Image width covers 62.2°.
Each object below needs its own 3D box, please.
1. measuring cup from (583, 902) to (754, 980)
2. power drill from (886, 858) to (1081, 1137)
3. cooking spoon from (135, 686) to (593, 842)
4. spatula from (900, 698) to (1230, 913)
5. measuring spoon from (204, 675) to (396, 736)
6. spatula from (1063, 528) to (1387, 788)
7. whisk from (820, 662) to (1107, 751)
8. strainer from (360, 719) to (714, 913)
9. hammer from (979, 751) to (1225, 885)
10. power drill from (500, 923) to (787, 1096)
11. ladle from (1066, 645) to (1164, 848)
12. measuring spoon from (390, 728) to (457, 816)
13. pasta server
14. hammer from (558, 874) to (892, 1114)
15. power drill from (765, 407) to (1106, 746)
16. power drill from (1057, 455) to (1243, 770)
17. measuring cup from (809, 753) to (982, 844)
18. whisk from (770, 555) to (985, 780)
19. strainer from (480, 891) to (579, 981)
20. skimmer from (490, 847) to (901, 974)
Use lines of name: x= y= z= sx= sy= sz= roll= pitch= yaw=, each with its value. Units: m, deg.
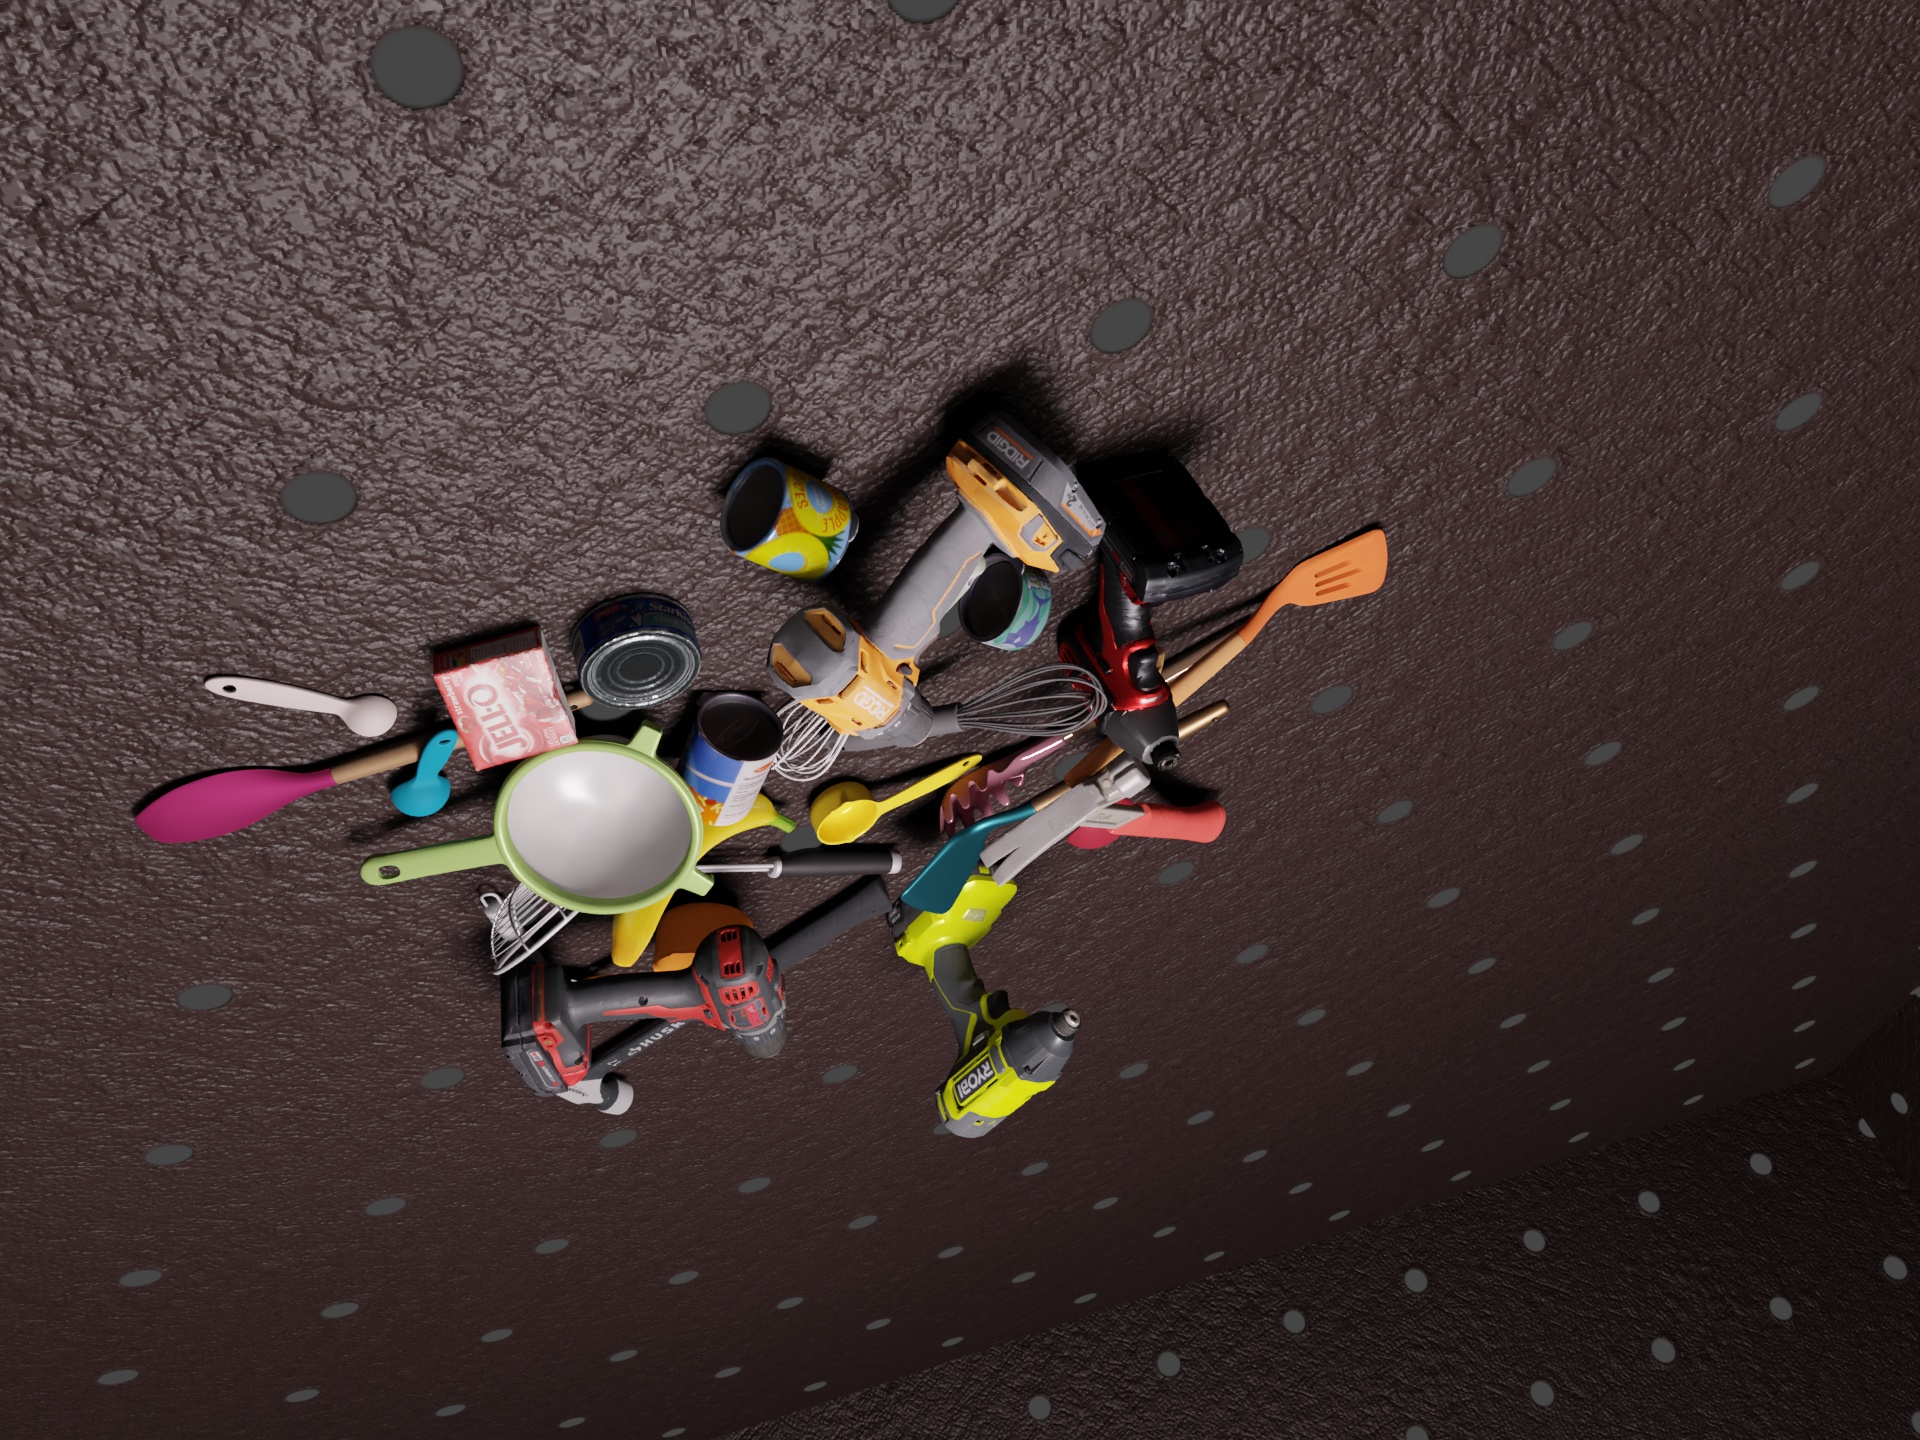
measuring cup: x=-0.261 y=0.201 z=1.409 sx=0.173 sy=0.052 sz=0.095 roll=-11 pitch=151 yaw=24
power drill: x=0.023 y=0.242 z=1.451 sx=0.080 sy=0.223 sz=0.171 roll=12 pitch=134 yaw=-40
cooking spoon: x=-0.412 y=0.030 z=1.110 sx=0.319 sy=0.017 sz=0.068 roll=-18 pitch=149 yaw=-5
spatula: x=0.089 y=0.070 z=1.334 sx=0.317 sy=0.044 sz=0.082 roll=-30 pitch=152 yaw=18
measuring spoon: x=-0.433 y=-0.008 z=1.047 sx=0.124 sy=0.018 sz=0.034 roll=14 pitch=133 yaw=-39
spatula: x=0.212 y=-0.045 z=1.273 sx=0.322 sy=0.041 sz=0.080 roll=-39 pitch=148 yaw=-11
whisk: x=-0.002 y=-0.004 z=1.208 sx=0.239 sy=0.055 sz=0.055 roll=-10 pitch=151 yaw=23
strainer: x=-0.315 y=0.075 z=1.182 sx=0.256 sy=0.069 sz=0.151 roll=-11 pitch=120 yaw=4
hammer: x=0.150 y=0.091 z=1.382 sx=0.149 sy=0.037 sz=0.359 roll=-37 pitch=161 yaw=18
power drill: x=-0.258 y=0.252 z=1.348 sx=0.226 sy=0.080 sz=0.187 roll=-11 pitch=145 yaw=-3
ladle: x=0.141 y=0.032 z=1.364 sx=0.069 sy=0.031 sz=0.315 roll=-24 pitch=152 yaw=-20
measuring spoon: x=-0.370 y=0.040 z=1.116 sx=0.042 sy=0.021 sz=0.128 roll=-9 pitch=160 yaw=-32
pasta server: x=0.113 y=0.006 z=1.342 sx=0.316 sy=0.040 sz=0.060 roll=-31 pitch=154 yaw=12
hammer: x=-0.232 y=0.258 z=1.508 sx=0.409 sy=0.036 sz=0.149 roll=-33 pitch=143 yaw=16
power drill: x=-0.009 y=-0.078 z=1.064 sx=0.226 sy=0.084 sz=0.185 roll=-46 pitch=154 yaw=2
power drill: x=0.131 y=-0.070 z=1.156 sx=0.078 sy=0.143 sz=0.219 roll=-16 pitch=144 yaw=-17
measuring cup: x=-0.056 y=0.055 z=1.340 sx=0.156 sy=0.029 sz=0.062 roll=-25 pitch=148 yaw=-16
whisk: x=-0.065 y=-0.041 z=1.180 sx=0.246 sy=0.059 sz=0.058 roll=-45 pitch=174 yaw=25
strainer: x=-0.368 y=0.218 z=1.378 sx=0.087 sy=0.050 sz=0.258 roll=-6 pitch=142 yaw=4
skimmer: x=-0.209 y=0.153 z=1.326 sx=0.363 sy=0.090 sz=0.127 roll=1 pitch=165 yaw=-31
